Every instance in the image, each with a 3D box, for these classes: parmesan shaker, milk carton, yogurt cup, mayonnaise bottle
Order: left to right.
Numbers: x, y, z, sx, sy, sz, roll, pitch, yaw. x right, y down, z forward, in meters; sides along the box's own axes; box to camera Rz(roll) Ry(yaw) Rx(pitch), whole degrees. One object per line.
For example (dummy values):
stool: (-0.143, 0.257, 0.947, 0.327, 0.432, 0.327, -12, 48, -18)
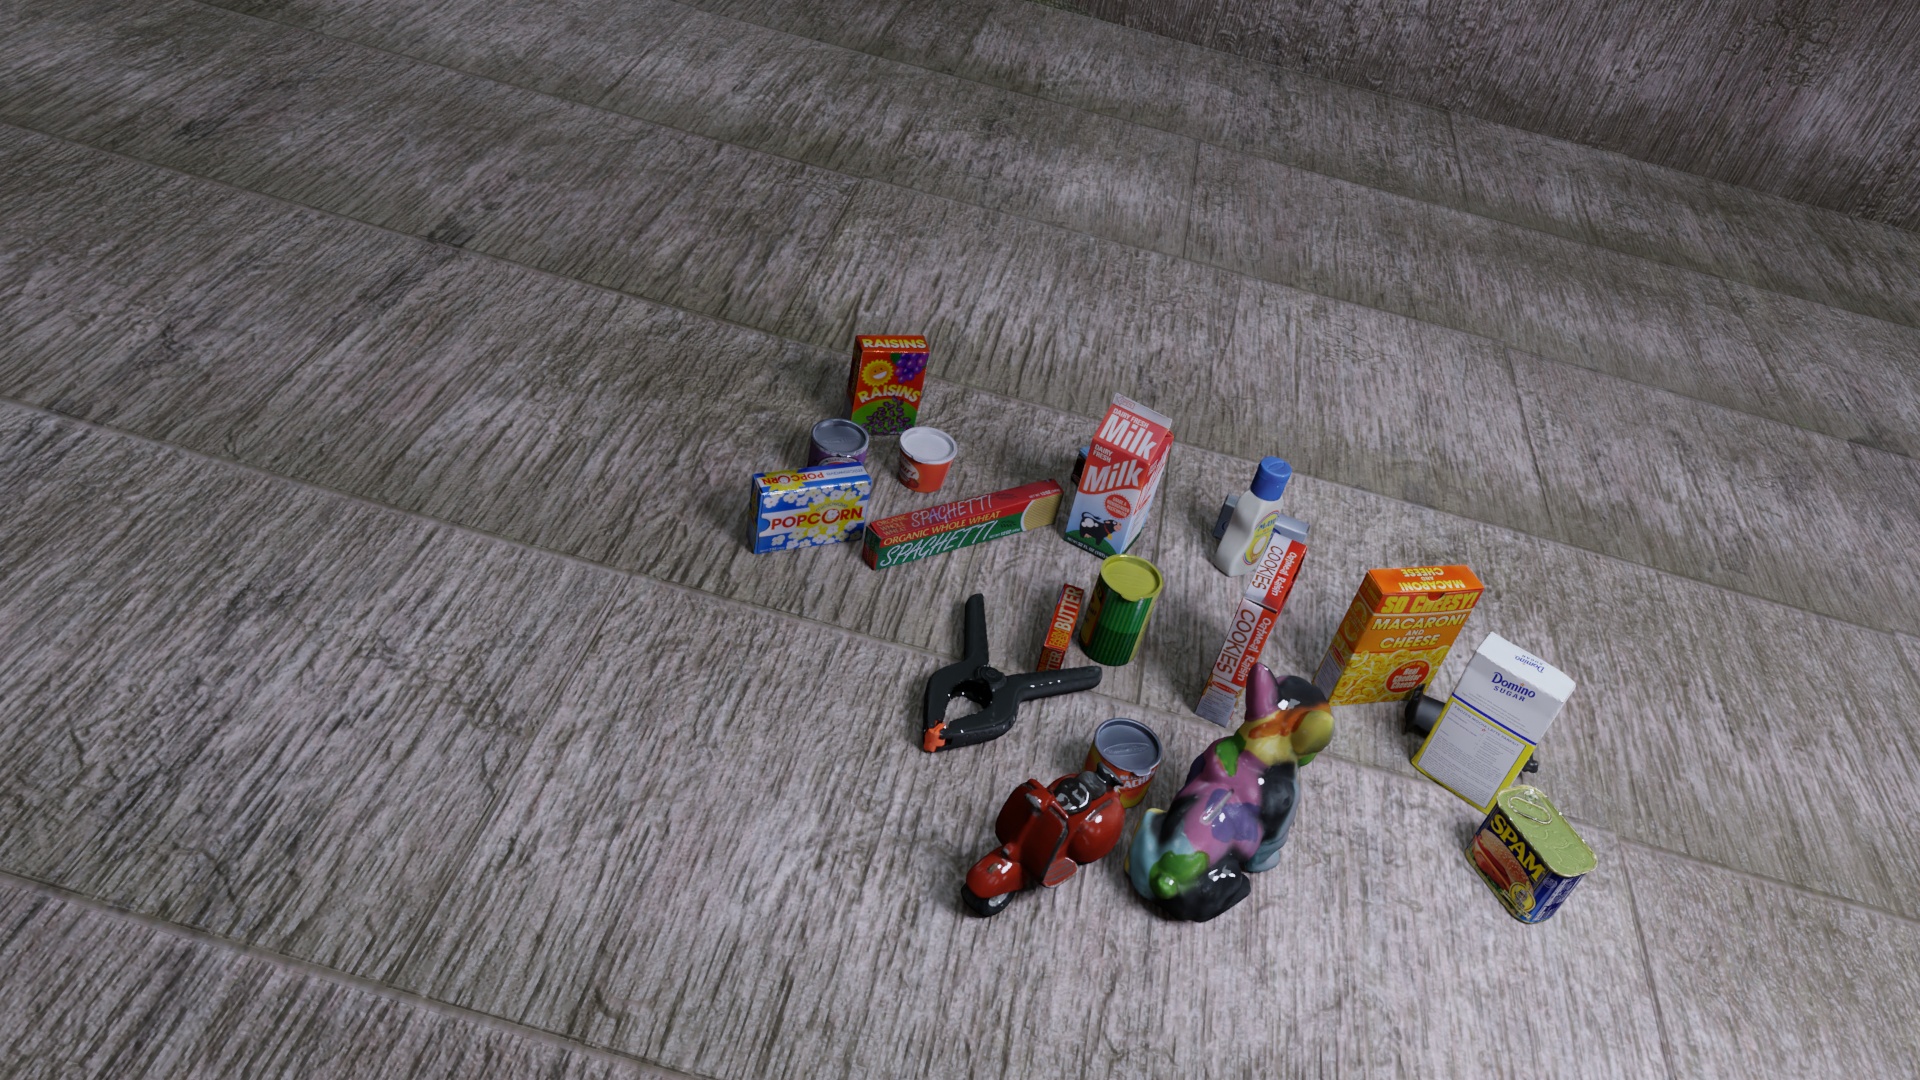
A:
yogurt cup: (-0.042, -0.093, 1.627, 0.072, 0.053, 0.073, 8, 40, -7)
parmesan shaker: (0.165, 0.075, 1.450, 0.071, 0.102, 0.072, 8, 40, -7)
milk carton: (0.182, -0.074, 1.563, 0.072, 0.189, 0.074, 27, 41, 16)
mayonnaise bottle: (0.337, -0.027, 1.587, 0.065, 0.147, 0.041, -21, 51, -35)

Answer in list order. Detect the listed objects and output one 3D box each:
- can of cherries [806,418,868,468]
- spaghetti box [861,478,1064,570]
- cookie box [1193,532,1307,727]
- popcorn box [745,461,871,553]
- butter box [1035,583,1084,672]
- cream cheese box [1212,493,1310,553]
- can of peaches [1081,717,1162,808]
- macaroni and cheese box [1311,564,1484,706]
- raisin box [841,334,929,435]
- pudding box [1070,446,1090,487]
can of cherries: (-0.142, -0.097, 1.599, 0.071, 0.058, 0.072, 8, 40, -7)
spaghetti box: (0.006, -0.020, 1.557, 0.251, 0.049, 0.029, -15, 47, -30)
cookie box: (0.297, 0.091, 1.419, 0.040, 0.166, 0.123, 24, 40, 12)
popcorn box: (-0.164, -0.036, 1.499, 0.127, 0.084, 0.038, -8, 44, -25)
butter box: (0.103, 0.097, 1.445, 0.024, 0.052, 0.104, 18, 39, 5)
cream cheese box: (0.356, -0.012, 1.649, 0.104, 0.053, 0.024, 22, 40, 10)
can of peaches: (0.153, 0.213, 1.317, 0.071, 0.057, 0.071, 8, 40, -7)
macaroni and cheese box: (0.457, 0.101, 1.455, 0.124, 0.165, 0.040, -2, 42, -19)
raisin box: (-0.090, -0.187, 1.670, 0.086, 0.122, 0.040, -2, 42, -18)
pudding box: (0.172, -0.072, 1.668, 0.030, 0.049, 0.084, -15, 47, -31)
